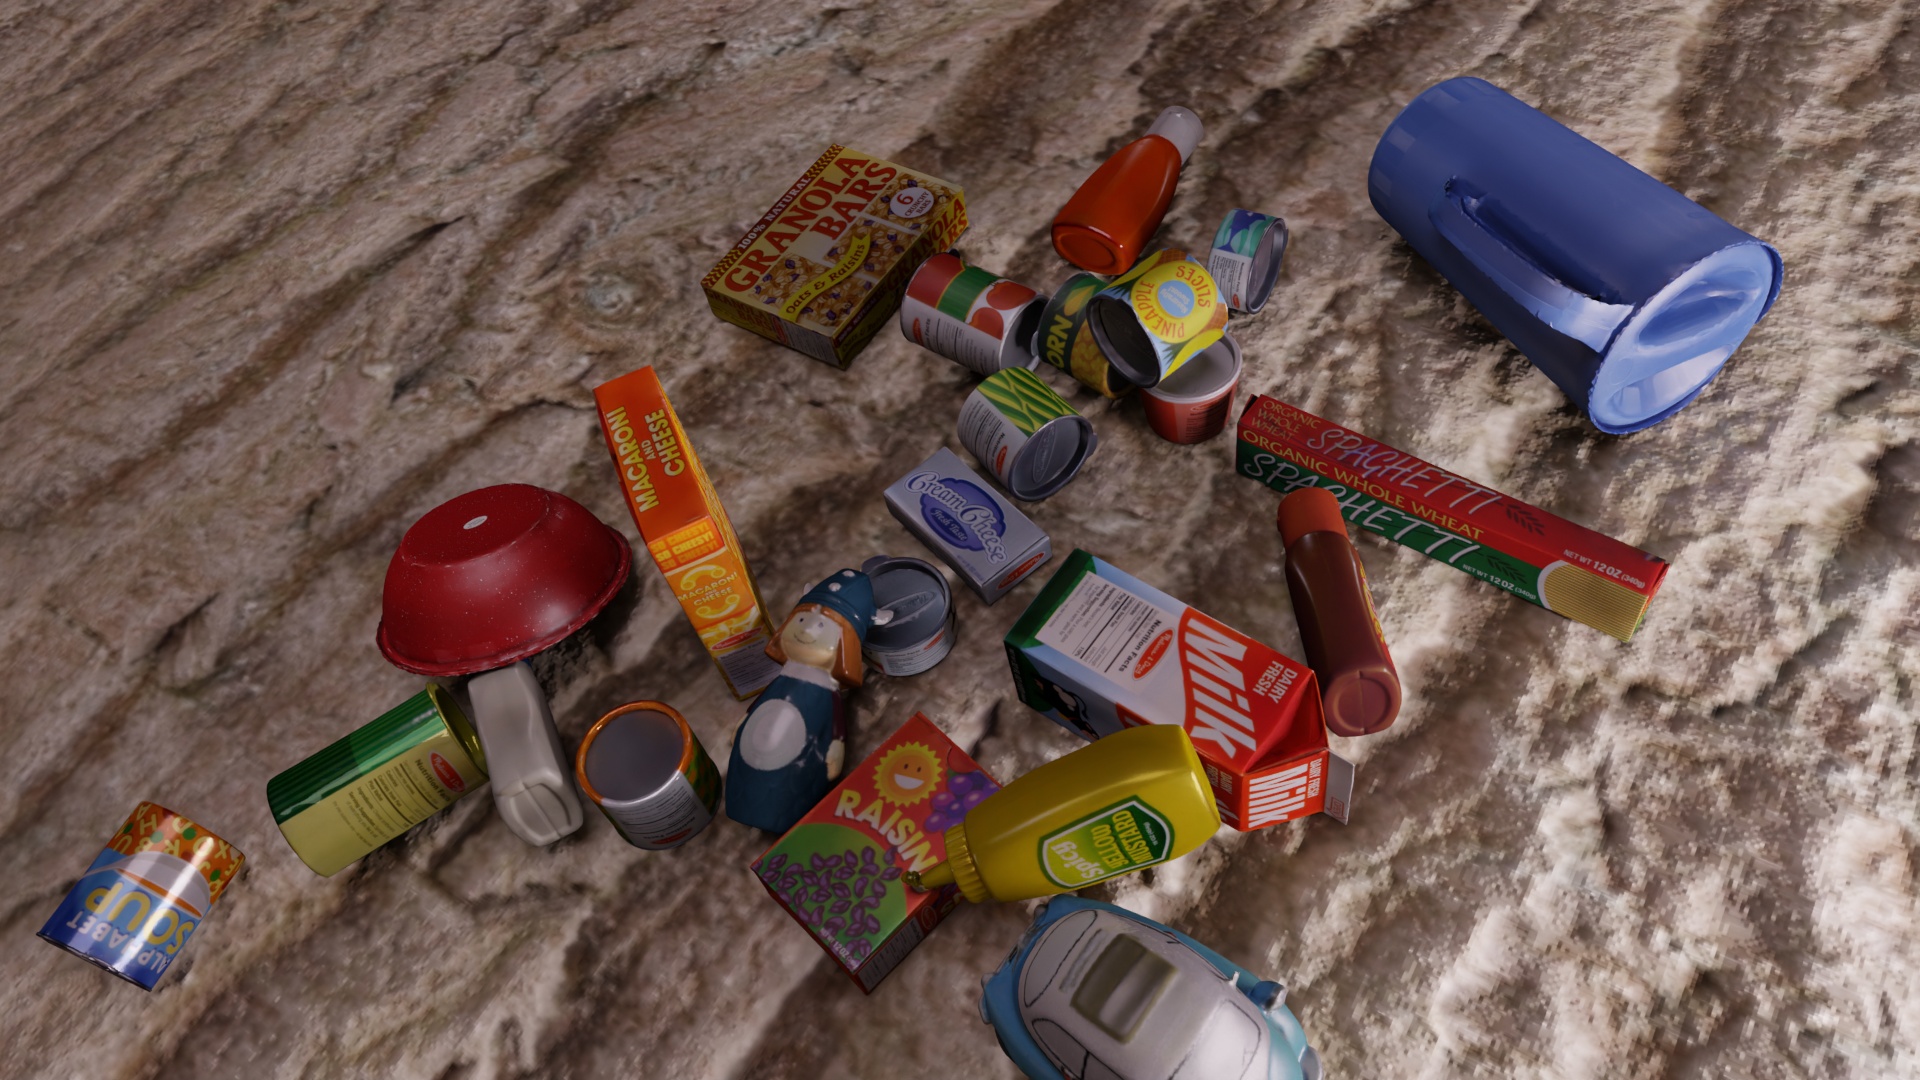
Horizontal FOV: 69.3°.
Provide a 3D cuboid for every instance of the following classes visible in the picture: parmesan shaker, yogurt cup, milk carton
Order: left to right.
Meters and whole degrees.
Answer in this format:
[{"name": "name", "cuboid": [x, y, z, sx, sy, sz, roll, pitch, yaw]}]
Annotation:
[{"name": "parmesan shaker", "cuboid": [-0.332, 0.134, 0.794, 0.103, 0.071, 0.071, -31, 55, -11]}, {"name": "yogurt cup", "cuboid": [0.145, -0.098, 0.885, 0.072, 0.053, 0.073, -5, 54, 7]}, {"name": "milk carton", "cuboid": [0.123, 0.088, 0.744, 0.191, 0.072, 0.074, 28, 65, 28]}]

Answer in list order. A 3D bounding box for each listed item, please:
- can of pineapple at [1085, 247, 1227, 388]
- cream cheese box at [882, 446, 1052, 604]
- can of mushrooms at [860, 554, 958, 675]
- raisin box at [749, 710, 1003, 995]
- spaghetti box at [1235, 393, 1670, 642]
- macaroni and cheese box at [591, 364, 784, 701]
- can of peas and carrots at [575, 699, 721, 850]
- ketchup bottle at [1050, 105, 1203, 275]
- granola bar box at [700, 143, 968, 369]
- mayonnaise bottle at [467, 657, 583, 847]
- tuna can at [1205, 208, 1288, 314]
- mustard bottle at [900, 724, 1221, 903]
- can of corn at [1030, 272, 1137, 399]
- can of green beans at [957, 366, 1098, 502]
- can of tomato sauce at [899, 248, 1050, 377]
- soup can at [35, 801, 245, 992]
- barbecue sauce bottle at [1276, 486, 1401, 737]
[{"name": "can of pineapple", "cuboid": [0.119, -0.135, 0.838, 0.058, 0.070, 0.071, -37, 56, -16]}, {"name": "cream cheese box", "cuboid": [0.003, -0.011, 0.866, 0.053, 0.024, 0.104, -37, 56, -16]}, {"name": "can of mushrooms", "cuboid": [-0.036, 0.044, 0.828, 0.071, 0.033, 0.071, -5, 54, 7]}, {"name": "raisin box", "cuboid": [-0.036, 0.163, 0.739, 0.124, 0.040, 0.086, -41, 57, -19]}, {"name": "spaghetti box", "cuboid": [0.273, -0.017, 0.805, 0.250, 0.050, 0.029, 27, 63, 27]}, {"name": "macaroni and cheese box", "cuboid": [-0.153, -0.001, 0.799, 0.040, 0.165, 0.124, -24, 54, -6]}, {"name": "can of peas and carrots", "cuboid": [-0.174, 0.129, 0.777, 0.071, 0.058, 0.071, -5, 54, 7]}, {"name": "ketchup bottle", "cuboid": [0.128, -0.258, 1.009, 0.065, 0.043, 0.149, 24, 62, 24]}, {"name": "granola bar box", "cuboid": [-0.090, -0.211, 1.019, 0.124, 0.039, 0.166, 25, 63, 25]}, {"name": "mayonnaise bottle", "cuboid": [-0.259, 0.106, 0.808, 0.041, 0.064, 0.148, -26, 44, -11]}, {"name": "tuna can", "cuboid": [0.193, -0.189, 0.934, 0.033, 0.070, 0.071, 21, 61, 24]}, {"name": "mustard bottle", "cuboid": [0.045, 0.144, 0.682, 0.160, 0.065, 0.049, -24, 30, 9]}, {"name": "can of corn", "cuboid": [0.091, -0.132, 0.911, 0.058, 0.070, 0.071, 34, 67, 29]}, {"name": "can of green beans", "cuboid": [0.040, -0.067, 0.874, 0.071, 0.071, 0.058, -34, 55, -14]}, {"name": "can of tomato sauce", "cuboid": [0.013, -0.151, 0.939, 0.083, 0.071, 0.071, 28, 64, 26]}, {"name": "soup can", "cuboid": [-0.453, 0.197, 0.772, 0.071, 0.071, 0.084, 15, 58, 20]}, {"name": "barbecue sauce bottle", "cuboid": [0.207, 0.033, 0.776, 0.043, 0.064, 0.149, -11, 45, 9]}]
